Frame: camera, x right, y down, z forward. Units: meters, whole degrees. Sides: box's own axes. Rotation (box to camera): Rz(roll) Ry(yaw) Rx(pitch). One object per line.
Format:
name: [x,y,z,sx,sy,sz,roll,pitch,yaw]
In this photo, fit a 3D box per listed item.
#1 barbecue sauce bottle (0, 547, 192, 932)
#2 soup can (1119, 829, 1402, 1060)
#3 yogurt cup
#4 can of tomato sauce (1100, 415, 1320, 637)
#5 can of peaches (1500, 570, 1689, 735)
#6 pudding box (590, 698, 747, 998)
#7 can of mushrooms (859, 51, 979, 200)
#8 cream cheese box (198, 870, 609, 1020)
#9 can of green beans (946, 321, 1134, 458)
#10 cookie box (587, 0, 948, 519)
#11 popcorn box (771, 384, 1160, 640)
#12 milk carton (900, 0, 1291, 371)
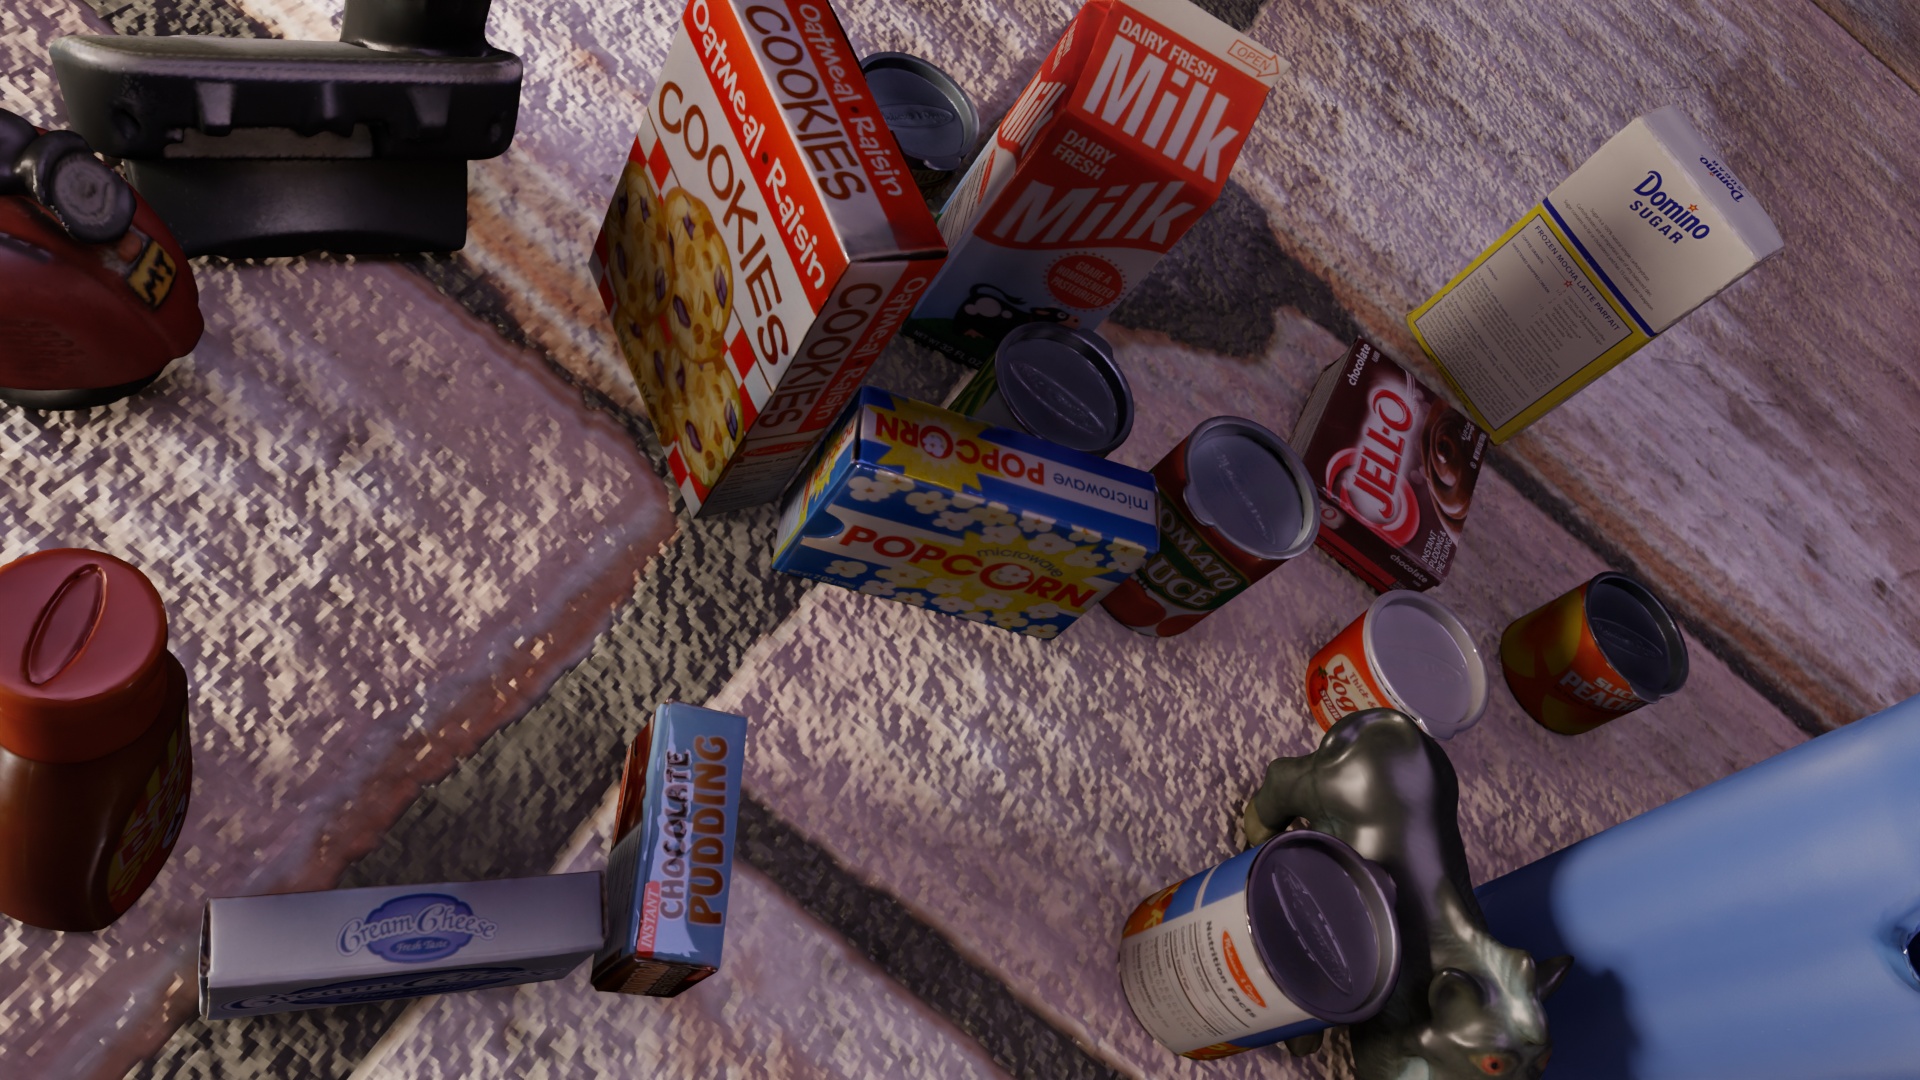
barbecue sauce bottle: [-0.216,0.050,0.342,0.044,0.147,0.065,20,55,-18]
soup can: [0.109,0.149,0.508,0.071,0.083,0.071,14,57,-22]
yogurt cup: [0.193,0.063,0.624,0.072,0.053,0.073,14,57,-22]
can of tomato sauce: [0.099,-0.003,0.591,0.071,0.082,0.071,14,57,-22]
can of peaches: [0.314,0.059,0.691,0.071,0.057,0.071,14,57,-22]
pudding box: [-0.093,0.099,0.446,0.030,0.049,0.084,15,57,-22]
can of mushrooms: [-0.027,-0.195,0.664,0.071,0.033,0.071,14,57,-22]
cream cheese box: [-0.159,0.115,0.397,0.104,0.053,0.024,2,62,-28]
can of green beans: [0.032,-0.051,0.597,0.071,0.057,0.071,14,57,-22]
cookie box: [-0.076,-0.101,0.496,0.040,0.166,0.123,-14,71,-34]
popcorn box: [0.002,-0.007,0.537,0.127,0.085,0.038,16,57,-21]
milk carton: [0.051,-0.149,0.580,0.072,0.189,0.074,24,54,-16]
